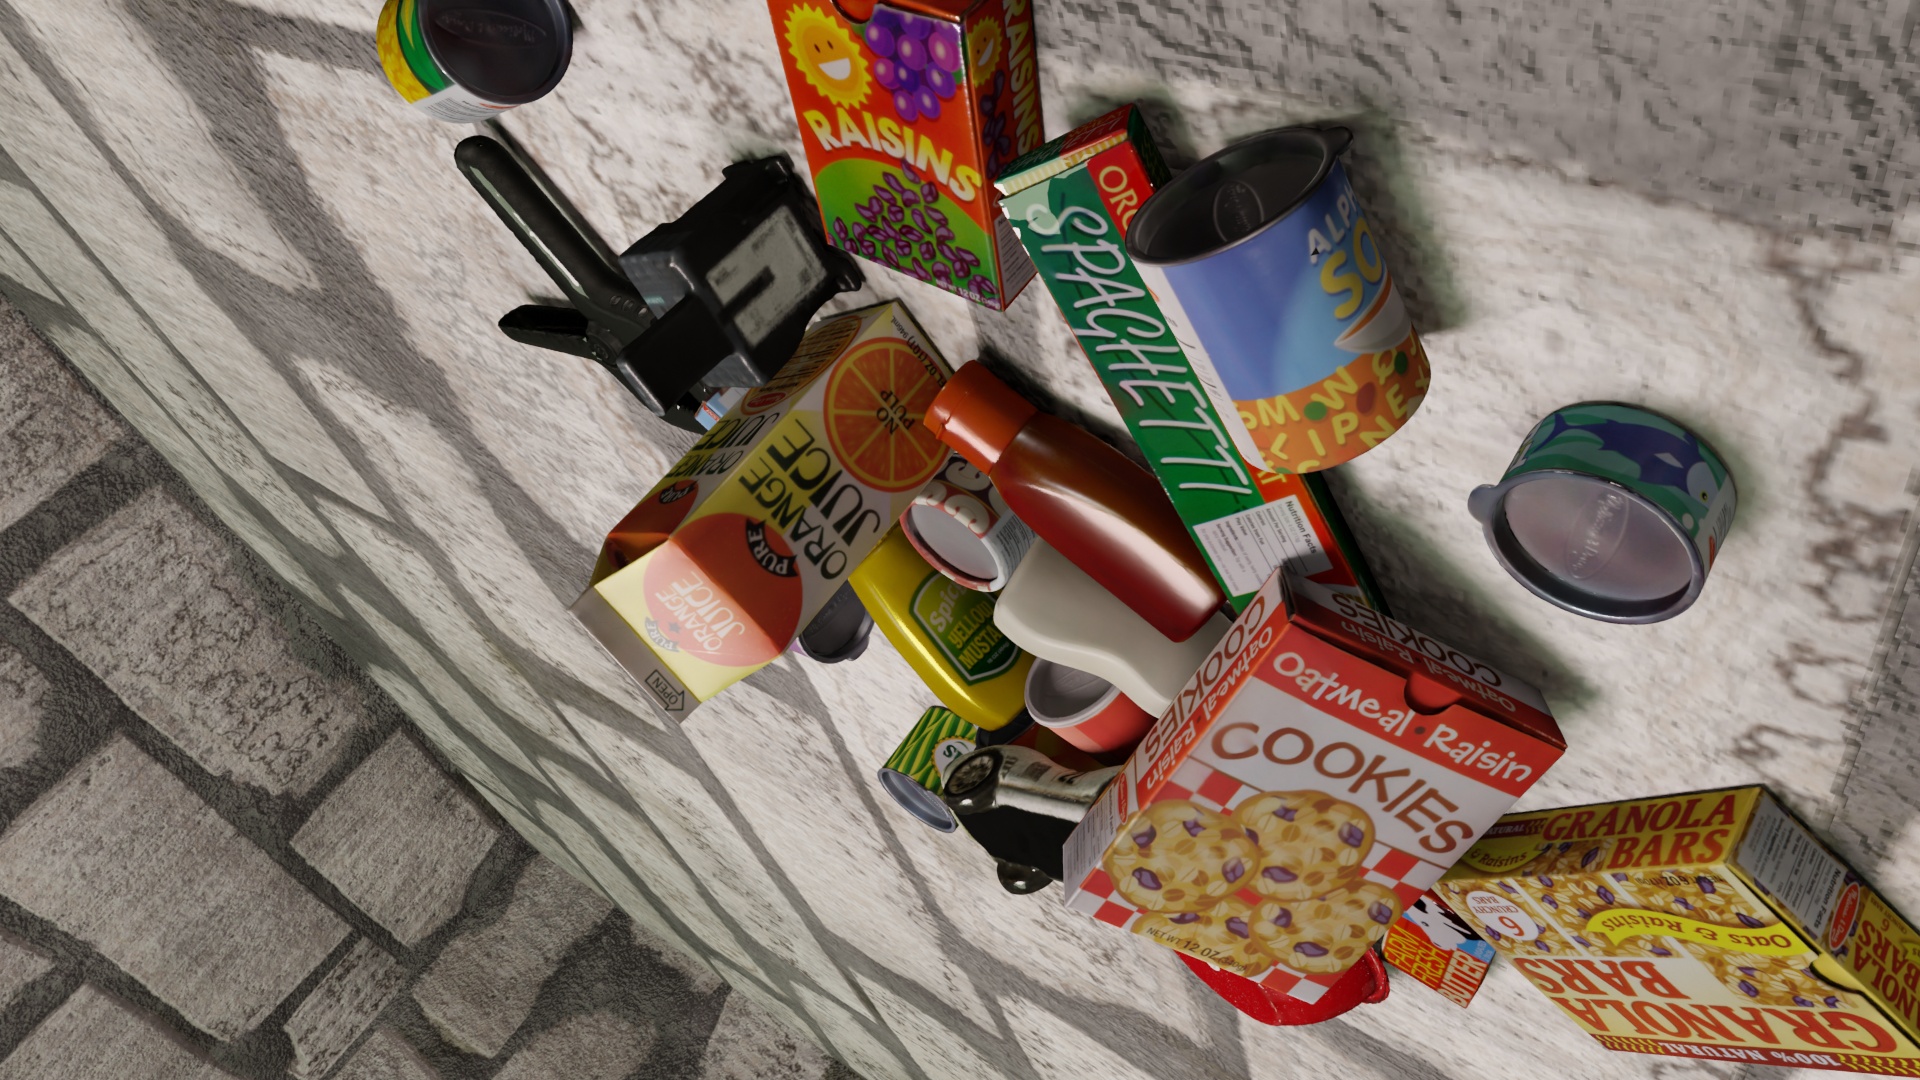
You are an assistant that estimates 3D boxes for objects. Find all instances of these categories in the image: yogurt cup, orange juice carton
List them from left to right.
[{"bbox_3d":[-0.084,-0.014,0.613,0.073,0.193,0.071,-1,134,55],"label":"orange juice carton"},{"bbox_3d":[0.075,0.079,0.704,0.072,0.072,0.054,2,143,52],"label":"yogurt cup"}]

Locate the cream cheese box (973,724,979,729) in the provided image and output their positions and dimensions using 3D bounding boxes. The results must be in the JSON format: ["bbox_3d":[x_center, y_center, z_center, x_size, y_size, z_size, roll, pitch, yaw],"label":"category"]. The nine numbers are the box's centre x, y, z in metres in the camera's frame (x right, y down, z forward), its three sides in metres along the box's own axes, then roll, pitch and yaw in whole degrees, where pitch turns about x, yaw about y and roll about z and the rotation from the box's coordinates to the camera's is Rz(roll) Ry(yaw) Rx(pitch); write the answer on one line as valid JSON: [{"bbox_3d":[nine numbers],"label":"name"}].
[{"bbox_3d":[0.020,0.093,0.842,0.053,0.024,0.103,7,139,47],"label":"cream cheese box"}]

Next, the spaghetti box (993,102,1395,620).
[{"bbox_3d":[0.094,-0.039,0.504,0.050,0.029,0.249,-19,123,26],"label":"spaghetti box"}]

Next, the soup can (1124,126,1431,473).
[{"bbox_3d":[0.101,-0.073,0.424,0.071,0.071,0.083,5,138,50],"label":"soup can"}]

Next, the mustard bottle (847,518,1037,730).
[{"bbox_3d":[-0.020,0.030,0.752,0.160,0.065,0.048,45,158,-2],"label":"mustard bottle"}]

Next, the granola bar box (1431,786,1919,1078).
[{"bbox_3d":[0.294,0.163,0.572,0.124,0.039,0.165,42,155,-5],"label":"granola bar box"}]

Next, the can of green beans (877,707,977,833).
[{"bbox_3d":[-0.013,0.156,0.949,0.071,0.058,0.071,31,153,18],"label":"can of green beans"}]

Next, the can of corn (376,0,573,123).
[{"bbox_3d":[-0.212,-0.221,0.603,0.058,0.071,0.071,6,138,50],"label":"can of corn"}]

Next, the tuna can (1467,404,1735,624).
[{"bbox_3d":[0.198,-0.009,0.431,0.071,0.033,0.070,31,153,18],"label":"tuna can"}]

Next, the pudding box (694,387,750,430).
[{"bbox_3d":[-0.090,-0.055,0.722,0.083,0.050,0.030,43,155,-6],"label":"pudding box"}]

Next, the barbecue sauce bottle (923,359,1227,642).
[{"bbox_3d":[0.052,-0.019,0.598,0.148,0.044,0.064,38,154,5],"label":"barbecue sauce bottle"}]

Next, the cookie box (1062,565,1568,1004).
[{"bbox_3d":[0.134,0.104,0.552,0.123,0.040,0.166,25,120,-12],"label":"cookie box"}]

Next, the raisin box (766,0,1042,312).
[{"bbox_3d":[-0.017,-0.148,0.487,0.086,0.040,0.122,27,151,26],"label":"raisin box"}]

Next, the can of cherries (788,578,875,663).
[{"bbox_3d":[-0.093,0.039,0.856,0.058,0.072,0.071,15,145,41],"label":"can of cherries"}]

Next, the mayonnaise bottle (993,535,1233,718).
[{"bbox_3d":[0.091,0.050,0.638,0.148,0.065,0.041,31,161,9],"label":"mayonnaise bottle"}]

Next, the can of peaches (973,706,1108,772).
[{"bbox_3d":[0.050,0.114,0.782,0.058,0.071,0.071,46,154,-15],"label":"can of peaches"}]

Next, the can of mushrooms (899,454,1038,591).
[{"bbox_3d":[0.002,-0.009,0.692,0.071,0.033,0.070,31,153,17],"label":"can of mushrooms"}]

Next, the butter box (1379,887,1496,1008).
[{"bbox_3d":[0.247,0.200,0.710,0.053,0.024,0.103,27,151,26],"label":"butter box"}]
